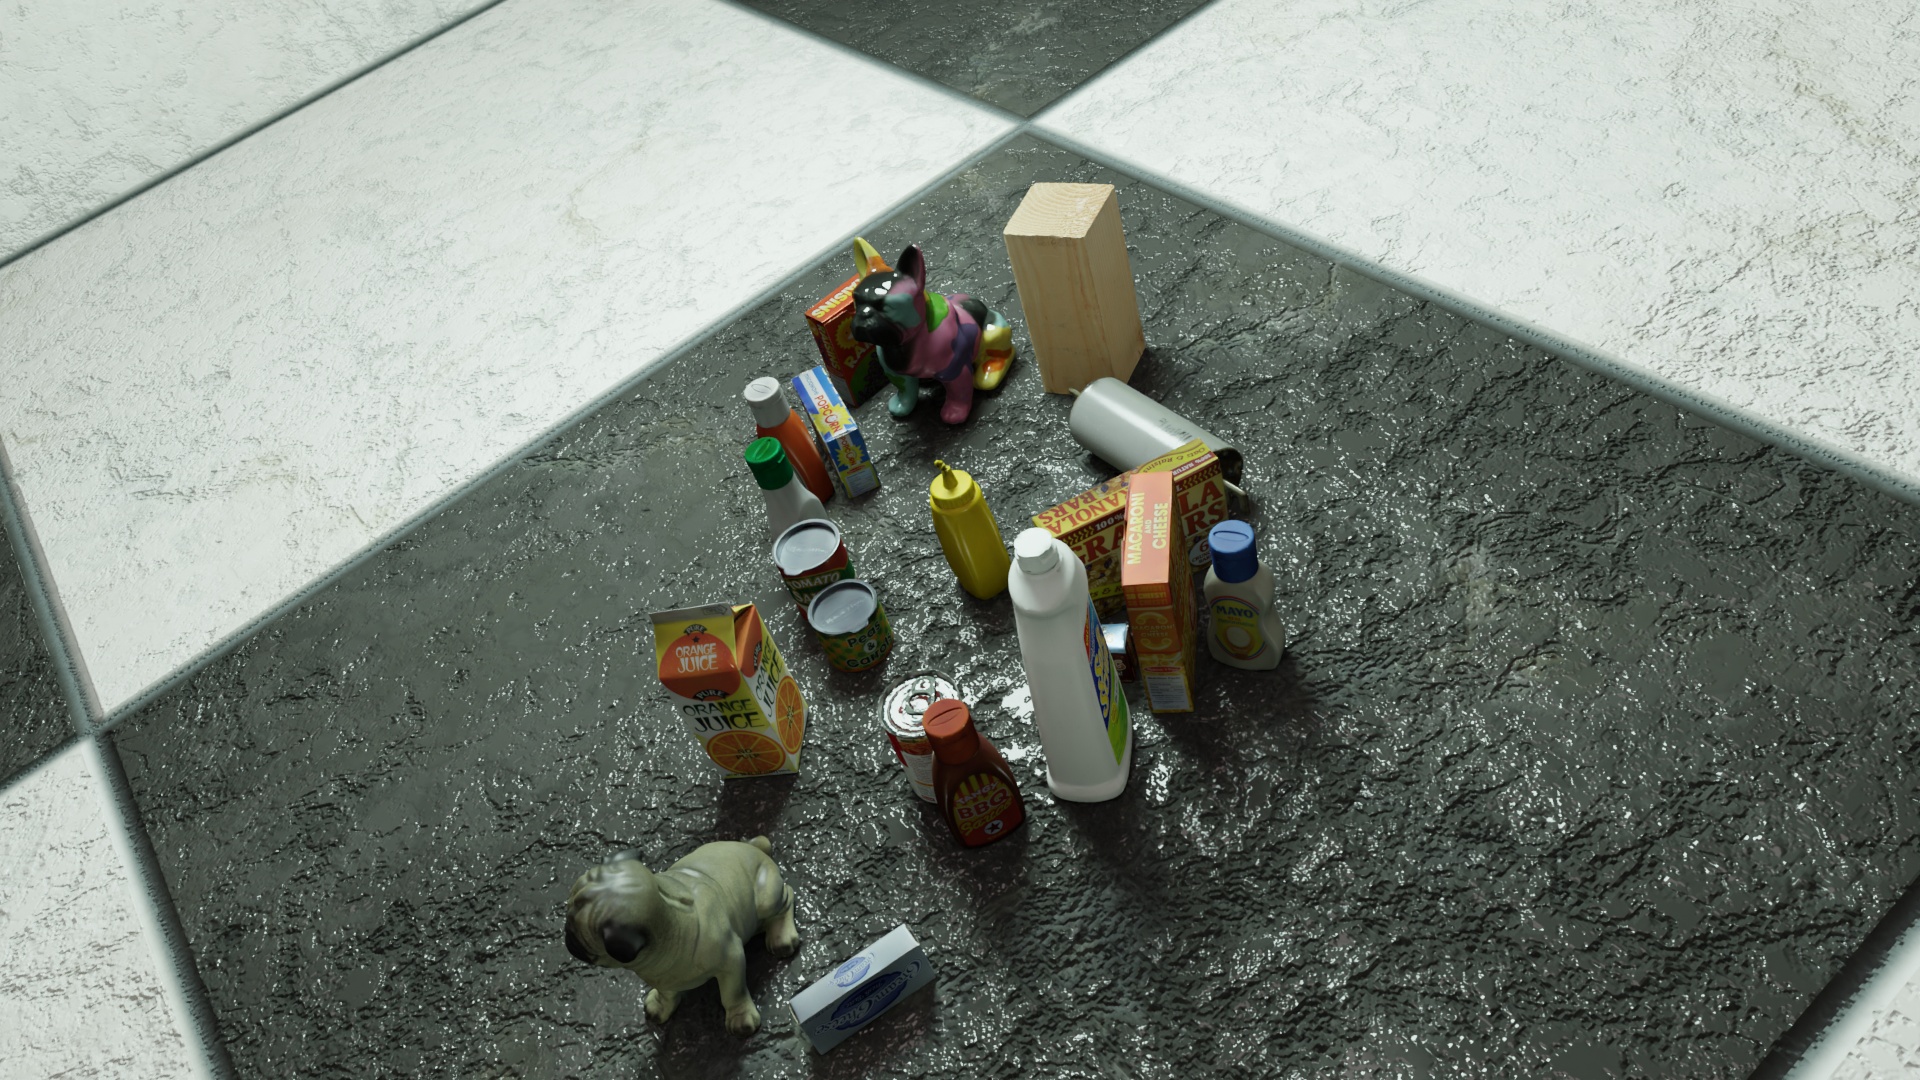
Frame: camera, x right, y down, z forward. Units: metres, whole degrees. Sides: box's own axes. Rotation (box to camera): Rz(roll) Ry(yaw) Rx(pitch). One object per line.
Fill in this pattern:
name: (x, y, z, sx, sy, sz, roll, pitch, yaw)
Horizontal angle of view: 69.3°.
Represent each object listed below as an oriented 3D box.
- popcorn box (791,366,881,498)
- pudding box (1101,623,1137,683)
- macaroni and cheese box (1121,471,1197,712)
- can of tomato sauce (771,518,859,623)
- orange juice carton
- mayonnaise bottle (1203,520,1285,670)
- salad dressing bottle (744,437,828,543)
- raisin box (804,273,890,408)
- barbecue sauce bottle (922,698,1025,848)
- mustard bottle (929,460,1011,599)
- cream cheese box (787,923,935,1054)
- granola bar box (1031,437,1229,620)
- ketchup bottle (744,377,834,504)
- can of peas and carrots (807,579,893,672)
popcorn box: (-0.132, -0.115, 1.463, 0.038, 0.084, 0.127, -25, 44, -6)
pudding box: (0.107, 0.098, 1.198, 0.084, 0.049, 0.030, -3, 46, 16)
macaroni and cheese box: (0.166, 0.044, 1.147, 0.040, 0.165, 0.124, -4, 46, 15)
can of tomato sauce: (-0.134, 0.033, 1.320, 0.071, 0.082, 0.071, -10, 45, 10)
orange juice carton: (-0.196, 0.118, 1.179, 0.072, 0.191, 0.073, -7, 45, 13)
mayonnaise bottle: (0.229, 0.046, 1.137, 0.065, 0.147, 0.041, 8, 50, 26)
salad dressing bottle: (-0.168, -0.036, 1.353, 0.044, 0.147, 0.064, 10, 51, 27)
raisin box: (-0.112, -0.221, 1.532, 0.086, 0.122, 0.040, -40, 48, -20)
barbecue sauce bottle: (0.006, 0.180, 1.081, 0.065, 0.147, 0.044, -25, 44, -6)
mustard bottle: (0.005, -0.016, 1.266, 0.049, 0.159, 0.065, -35, 46, -15)
cream cheese box: (-0.072, 0.332, 1.027, 0.104, 0.053, 0.024, -31, 45, -12)
granola bar box: (0.156, -0.004, 1.228, 0.166, 0.123, 0.039, -26, 44, -7)
ketchup bottle: (-0.178, -0.101, 1.419, 0.065, 0.148, 0.044, 20, 57, 34)
can of peas and carrots: (-0.099, 0.080, 1.280, 0.071, 0.058, 0.071, -10, 45, 10)
